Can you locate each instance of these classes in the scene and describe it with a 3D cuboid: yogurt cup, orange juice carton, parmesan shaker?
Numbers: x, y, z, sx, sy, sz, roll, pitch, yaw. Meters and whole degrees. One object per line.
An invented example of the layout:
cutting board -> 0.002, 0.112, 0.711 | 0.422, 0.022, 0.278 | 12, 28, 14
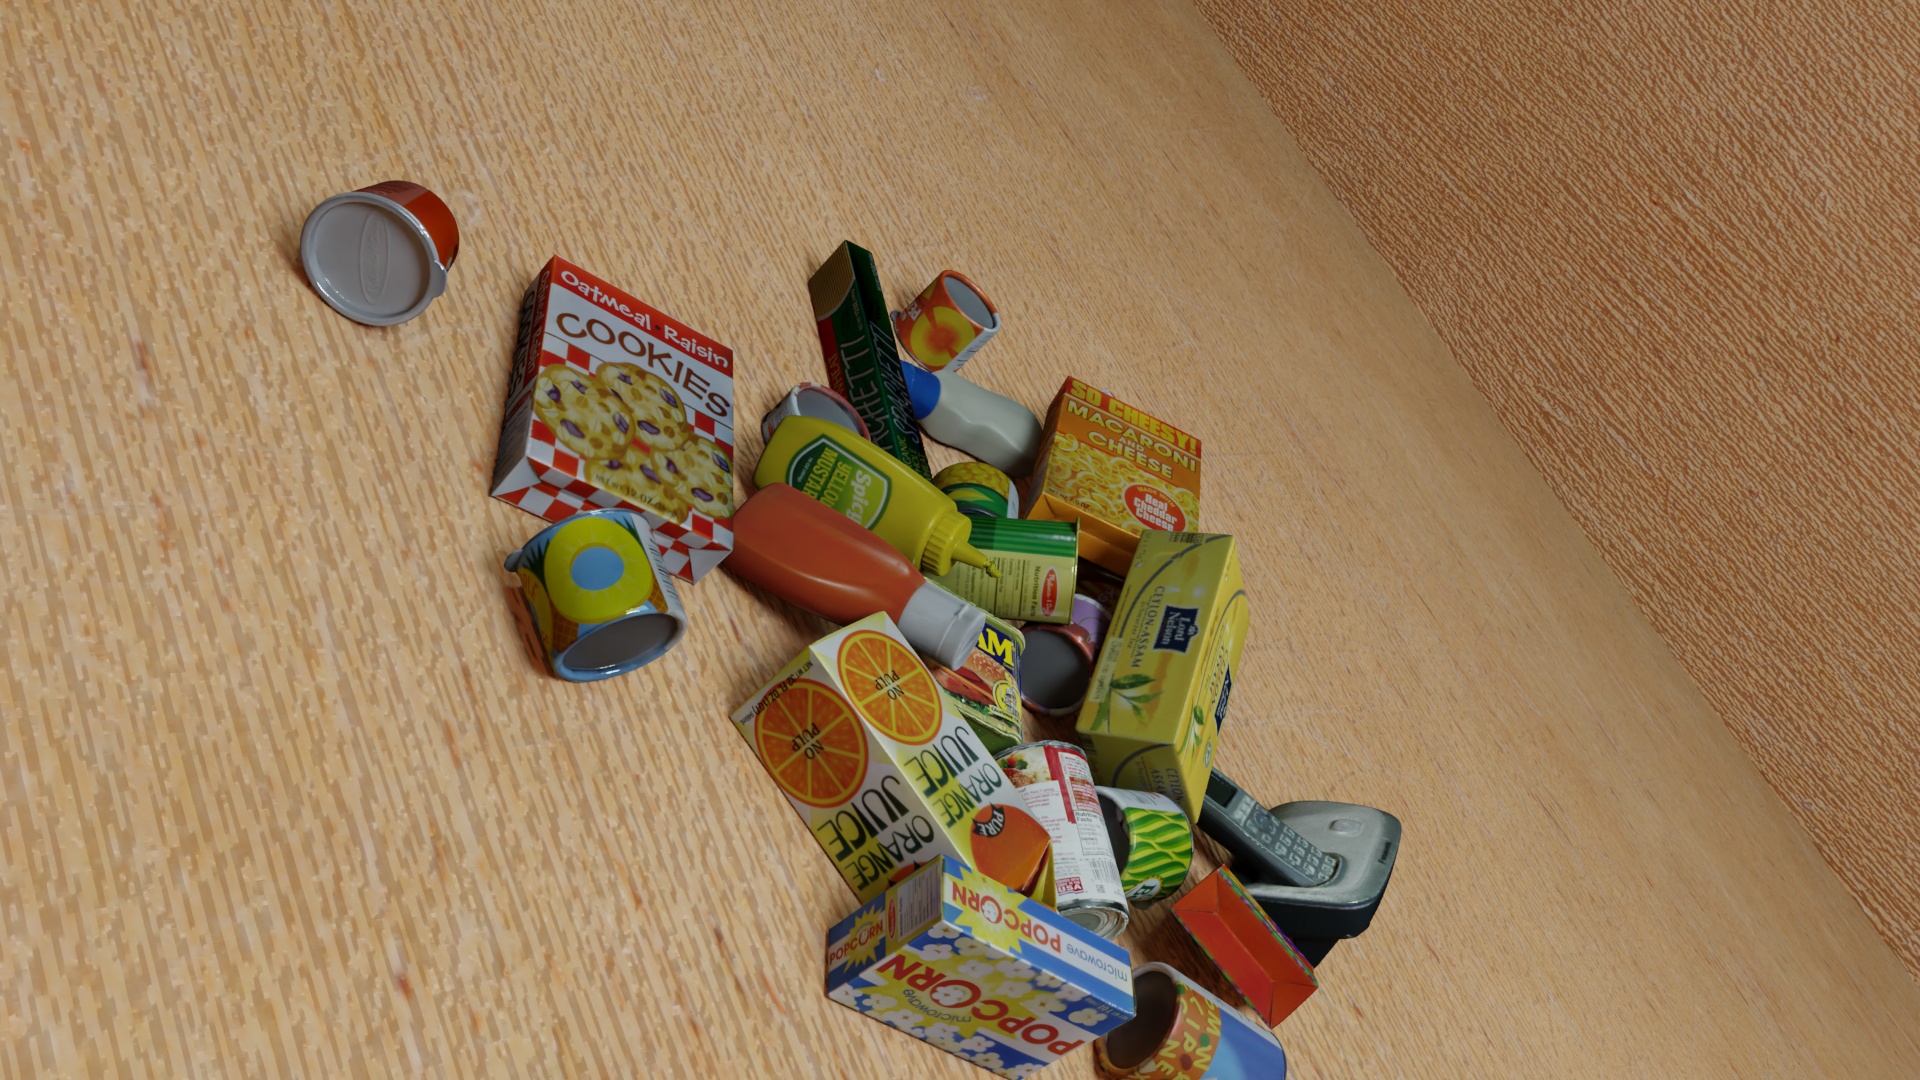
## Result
yogurt cup -> -0.290, -0.149, 0.704 | 0.072, 0.072, 0.054 | 39, 23, -18
orange juice carton -> -0.024, 0.139, 0.716 | 0.193, 0.071, 0.073 | 53, 30, 8
parmesan shaker -> 0.021, 0.014, 0.875 | 0.103, 0.071, 0.072 | 5, 36, 3

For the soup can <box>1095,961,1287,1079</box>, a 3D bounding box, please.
soup can -> 0.124, 0.281, 0.757 | 0.083, 0.071, 0.072 | 37, 31, -19

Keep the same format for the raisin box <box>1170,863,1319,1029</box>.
raisin box -> 0.171, 0.240, 0.834 | 0.086, 0.040, 0.123 | 48, 2, 17

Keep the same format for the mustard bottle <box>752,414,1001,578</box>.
mustard bottle -> -0.045, -0.019, 0.827 | 0.160, 0.065, 0.049 | 27, 4, 14

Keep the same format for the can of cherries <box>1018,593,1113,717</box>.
can of cherries -> 0.066, 0.074, 0.918 | 0.071, 0.071, 0.058 | 50, 30, 2

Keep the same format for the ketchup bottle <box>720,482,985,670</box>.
ketchup bottle -> -0.058, 0.022, 0.775 | 0.149, 0.043, 0.065 | 28, 41, 14

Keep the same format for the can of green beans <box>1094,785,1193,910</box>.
can of green beans -> 0.096, 0.182, 0.832 | 0.058, 0.071, 0.071 | 16, 43, -43

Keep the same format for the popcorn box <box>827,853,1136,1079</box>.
popcorn box -> 0.011, 0.208, 0.668 | 0.126, 0.085, 0.038 | 34, 33, -26

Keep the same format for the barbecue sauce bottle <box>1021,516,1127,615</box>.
barbecue sauce bottle -> 0.104, 0.032, 1.025 | 0.148, 0.064, 0.044 | 35, 40, -7

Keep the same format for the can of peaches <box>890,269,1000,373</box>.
can of peaches -> -0.012, -0.176, 1.112 | 0.071, 0.058, 0.071 | 34, 33, -26

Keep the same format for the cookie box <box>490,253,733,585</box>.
cookie box -> -0.187, -0.069, 0.772 | 0.123, 0.040, 0.168 | 28, 37, -33

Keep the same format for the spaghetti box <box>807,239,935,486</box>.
spaghetti box -> -0.065, -0.112, 0.975 | 0.028, 0.050, 0.251 | 21, 40, -38

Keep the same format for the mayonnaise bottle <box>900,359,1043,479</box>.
mayonnaise bottle -> 0.000, -0.096, 1.054 | 0.148, 0.041, 0.065 | 21, 40, -38

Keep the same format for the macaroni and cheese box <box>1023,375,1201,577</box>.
macaroni and cheese box -> 0.117, -0.043, 1.040 | 0.124, 0.040, 0.167 | 25, 36, -7

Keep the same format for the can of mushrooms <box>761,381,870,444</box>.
can of mushrooms -> -0.092, -0.069, 0.906 | 0.071, 0.033, 0.071 | 33, 33, -25

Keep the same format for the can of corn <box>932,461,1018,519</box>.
can of corn -> 0.003, -0.012, 0.936 | 0.071, 0.071, 0.058 | 37, 31, -20

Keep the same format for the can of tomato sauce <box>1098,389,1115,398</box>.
can of tomato sauce -> 0.121, -0.074, 1.162 | 0.071, 0.071, 0.083 | 1, 51, -53

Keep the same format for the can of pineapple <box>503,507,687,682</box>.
can of pineapple -> -0.171, 0.027, 0.657 | 0.071, 0.070, 0.058 | 4, 52, -52
